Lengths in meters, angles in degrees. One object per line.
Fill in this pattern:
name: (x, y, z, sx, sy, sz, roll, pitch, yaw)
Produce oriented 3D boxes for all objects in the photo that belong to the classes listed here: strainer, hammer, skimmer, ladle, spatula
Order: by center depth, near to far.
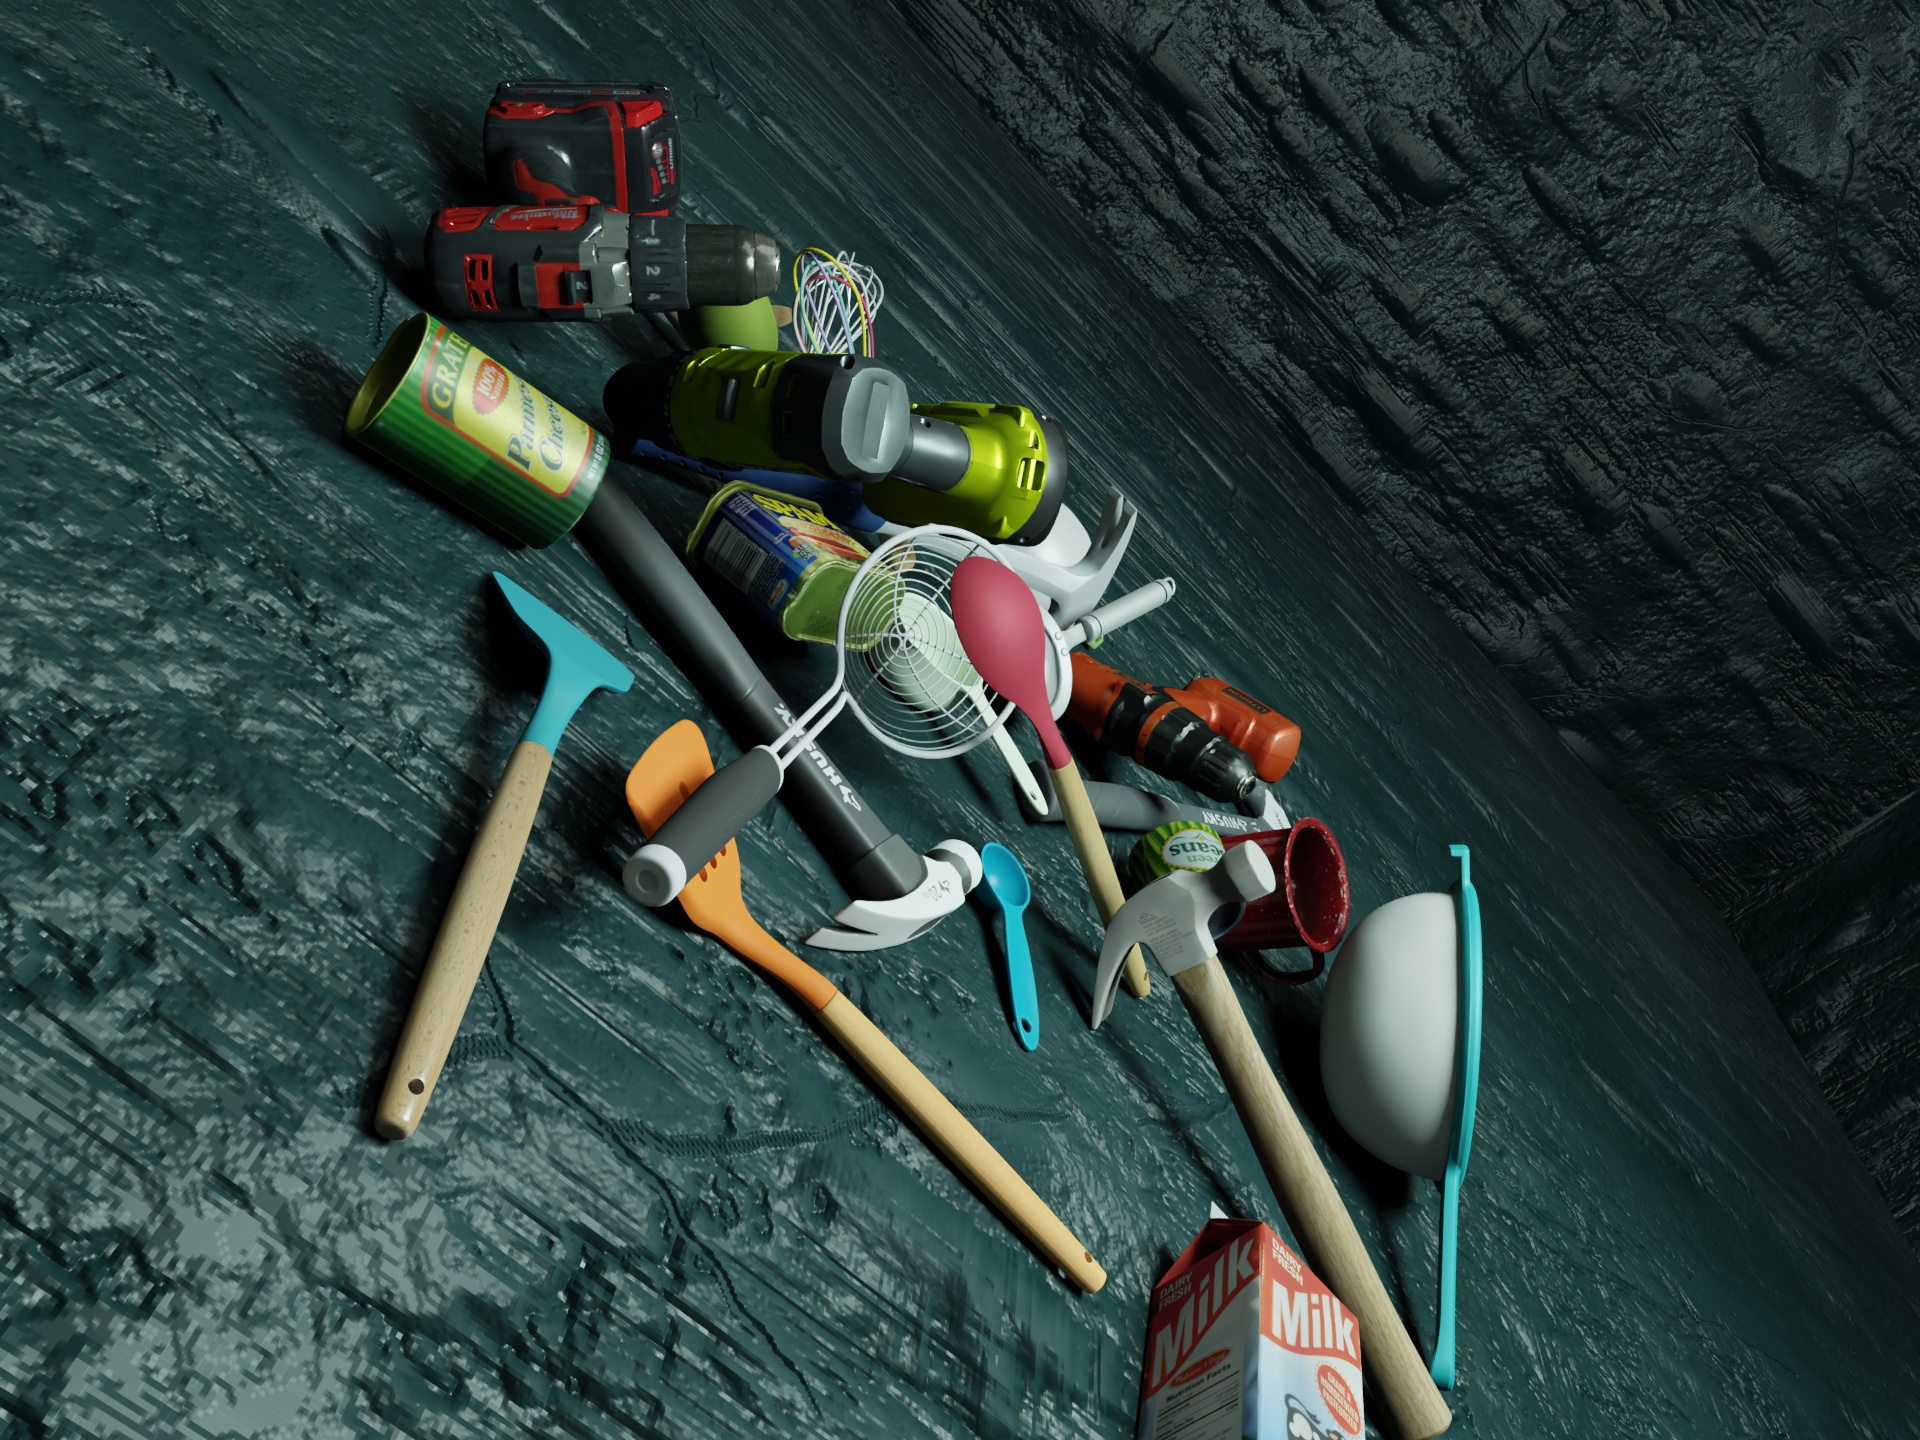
spatula: (-0.181, 0.037, 0.630, 0.082, 0.044, 0.318, 39, 30, -25)
spatula: (-0.038, 0.138, 0.710, 0.322, 0.041, 0.081, 48, 22, -8)
skimmer: (-0.046, -0.002, 0.749, 0.363, 0.090, 0.127, -53, 131, -67)
hammer: (-0.120, -0.024, 0.816, 0.335, 0.035, 0.146, 52, 22, 4)
hammer: (0.178, 0.240, 0.882, 0.331, 0.130, 0.031, 64, 24, 6)
ladle: (0.061, 0.044, 0.893, 0.069, 0.031, 0.315, -57, 136, -43)
hammer: (-0.042, -0.137, 1.041, 0.405, 0.144, 0.035, 16, 27, -43)
strainer: (0.281, 0.259, 1.043, 0.210, 0.095, 0.341, 80, 20, -49)
ladle: (-0.137, -0.284, 1.105, 0.078, 0.062, 0.320, 61, 10, -12)
strainer: (0.085, -0.061, 1.132, 0.258, 0.050, 0.087, -28, 101, -46)
hammer: (0.162, 0.075, 1.179, 0.408, 0.036, 0.149, 12, 44, -55)
strainer: (0.046, -0.182, 1.311, 0.151, 0.069, 0.257, 18, 40, -52)

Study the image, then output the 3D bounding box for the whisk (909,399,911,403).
whisk: (-0.076, -0.204, 1.140, 0.055, 0.055, 0.239, 46, 21, -10)

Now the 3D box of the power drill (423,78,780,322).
power drill: (-0.201, -0.298, 0.927, 0.188, 0.080, 0.227, -2, 39, -7)

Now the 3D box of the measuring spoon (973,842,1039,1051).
measuring spoon: (0.024, 0.126, 0.879, 0.042, 0.021, 0.129, 31, 39, -39)

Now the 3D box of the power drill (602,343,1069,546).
power drill: (-0.065, -0.156, 0.881, 0.191, 0.080, 0.228, 13, 5, 38)

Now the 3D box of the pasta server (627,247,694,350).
pasta server: (-0.194, -0.268, 1.067, 0.316, 0.040, 0.060, 52, 23, -6)

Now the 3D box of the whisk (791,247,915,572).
whisk: (-0.063, -0.192, 1.028, 0.051, 0.047, 0.244, -80, 161, -45)

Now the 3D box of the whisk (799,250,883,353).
whisk: (-0.102, -0.239, 1.086, 0.059, 0.057, 0.247, 13, 52, 1)

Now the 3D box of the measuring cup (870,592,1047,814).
measuring cup: (-0.002, -0.003, 0.998, 0.168, 0.038, 0.083, 58, 24, 14)
